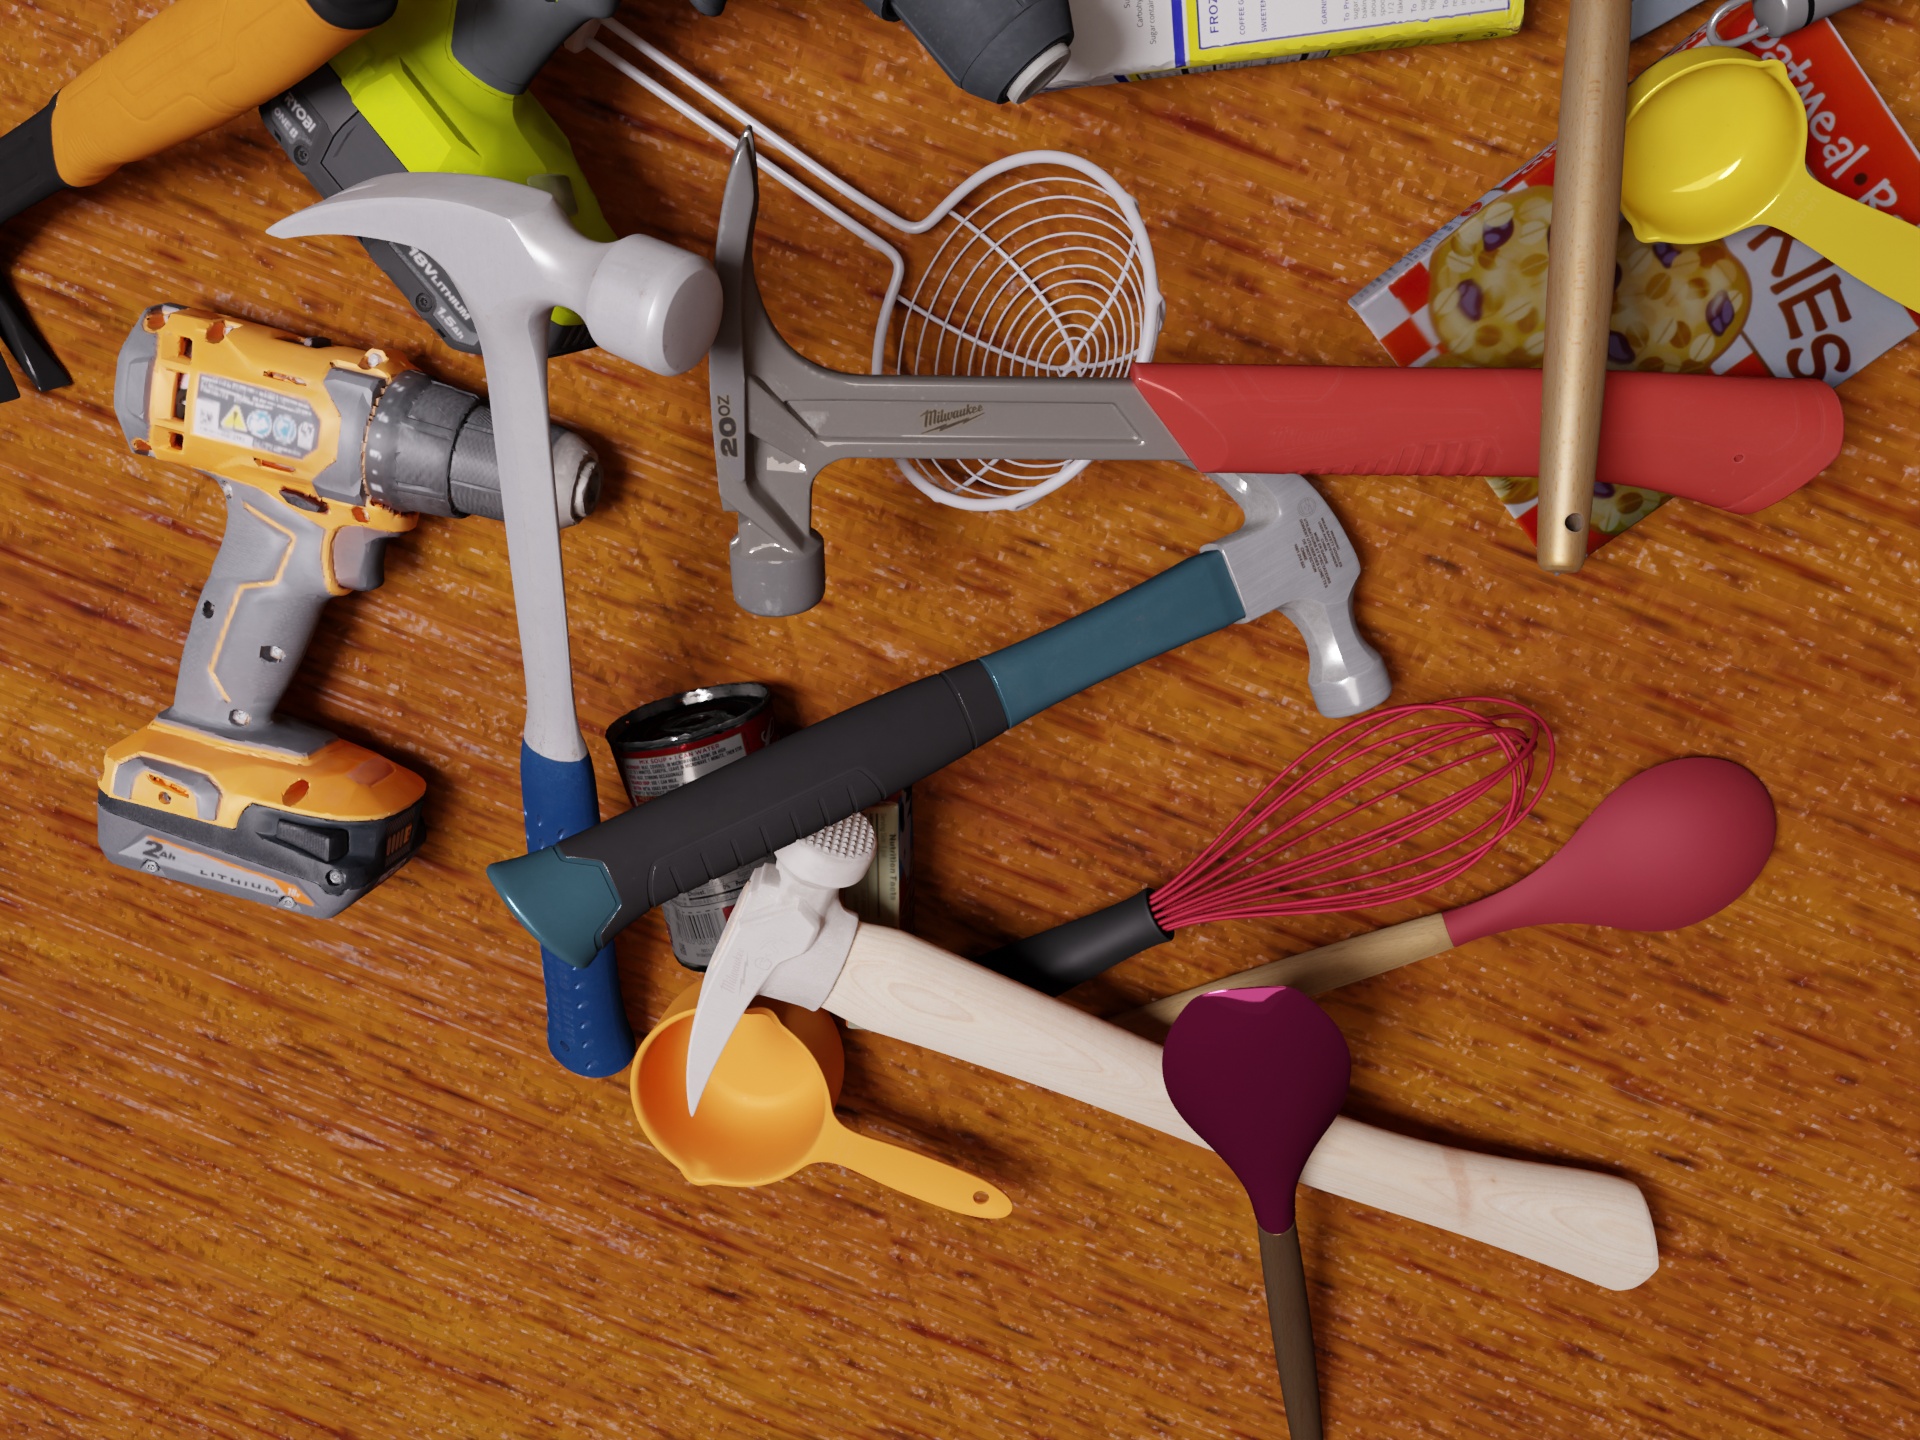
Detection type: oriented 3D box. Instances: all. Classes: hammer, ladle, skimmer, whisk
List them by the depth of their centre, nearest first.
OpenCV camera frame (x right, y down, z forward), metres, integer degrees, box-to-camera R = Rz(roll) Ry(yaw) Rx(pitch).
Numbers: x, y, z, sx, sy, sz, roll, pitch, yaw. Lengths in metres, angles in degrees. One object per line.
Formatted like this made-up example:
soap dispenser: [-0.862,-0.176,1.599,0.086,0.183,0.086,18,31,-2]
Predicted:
hammer: [0.103,-0.104,0.502,0.359,0.037,0.149,0,122,-5]
hammer: [-0.285,-0.194,0.535,0.337,0.034,0.127,-1,112,42]
skimmer: [-0.091,-0.211,0.555,0.363,0.090,0.127,34,112,-3]
hammer: [-0.001,-0.002,0.558,0.331,0.033,0.128,-25,101,-17]
hammer: [-0.152,-0.003,0.578,0.144,0.035,0.405,25,136,17]
whisk: [0.097,0.070,0.639,0.296,0.073,0.073,-28,102,22]
hammer: [0.094,0.161,0.644,0.410,0.038,0.146,22,119,-11]
ladle: [0.174,0.092,0.652,0.315,0.031,0.069,-22,104,16]

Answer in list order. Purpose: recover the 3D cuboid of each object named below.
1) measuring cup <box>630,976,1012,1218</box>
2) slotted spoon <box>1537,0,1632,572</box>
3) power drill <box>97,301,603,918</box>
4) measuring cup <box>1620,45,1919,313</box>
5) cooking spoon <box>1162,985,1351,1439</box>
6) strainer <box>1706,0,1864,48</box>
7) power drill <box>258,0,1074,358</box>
measuring cup: [-0.056,0.169,0.698,0.173,0.052,0.095,23,110,-2]
slotted spoon: [0.188,-0.201,0.474,0.070,0.031,0.314,3,90,-4]
power drill: [-0.250,-0.039,0.645,0.185,0.084,0.226,14,105,3]
measuring cup: [0.276,-0.164,0.510,0.156,0.029,0.062,22,127,-12]
cooking spoon: [0.131,0.218,0.648,0.069,0.017,0.318,-7,127,10]
strainer: [0.350,-0.262,0.481,0.258,0.050,0.086,-22,131,5]
power drill: [-0.093,-0.219,0.495,0.228,0.080,0.190,-37,95,26]
